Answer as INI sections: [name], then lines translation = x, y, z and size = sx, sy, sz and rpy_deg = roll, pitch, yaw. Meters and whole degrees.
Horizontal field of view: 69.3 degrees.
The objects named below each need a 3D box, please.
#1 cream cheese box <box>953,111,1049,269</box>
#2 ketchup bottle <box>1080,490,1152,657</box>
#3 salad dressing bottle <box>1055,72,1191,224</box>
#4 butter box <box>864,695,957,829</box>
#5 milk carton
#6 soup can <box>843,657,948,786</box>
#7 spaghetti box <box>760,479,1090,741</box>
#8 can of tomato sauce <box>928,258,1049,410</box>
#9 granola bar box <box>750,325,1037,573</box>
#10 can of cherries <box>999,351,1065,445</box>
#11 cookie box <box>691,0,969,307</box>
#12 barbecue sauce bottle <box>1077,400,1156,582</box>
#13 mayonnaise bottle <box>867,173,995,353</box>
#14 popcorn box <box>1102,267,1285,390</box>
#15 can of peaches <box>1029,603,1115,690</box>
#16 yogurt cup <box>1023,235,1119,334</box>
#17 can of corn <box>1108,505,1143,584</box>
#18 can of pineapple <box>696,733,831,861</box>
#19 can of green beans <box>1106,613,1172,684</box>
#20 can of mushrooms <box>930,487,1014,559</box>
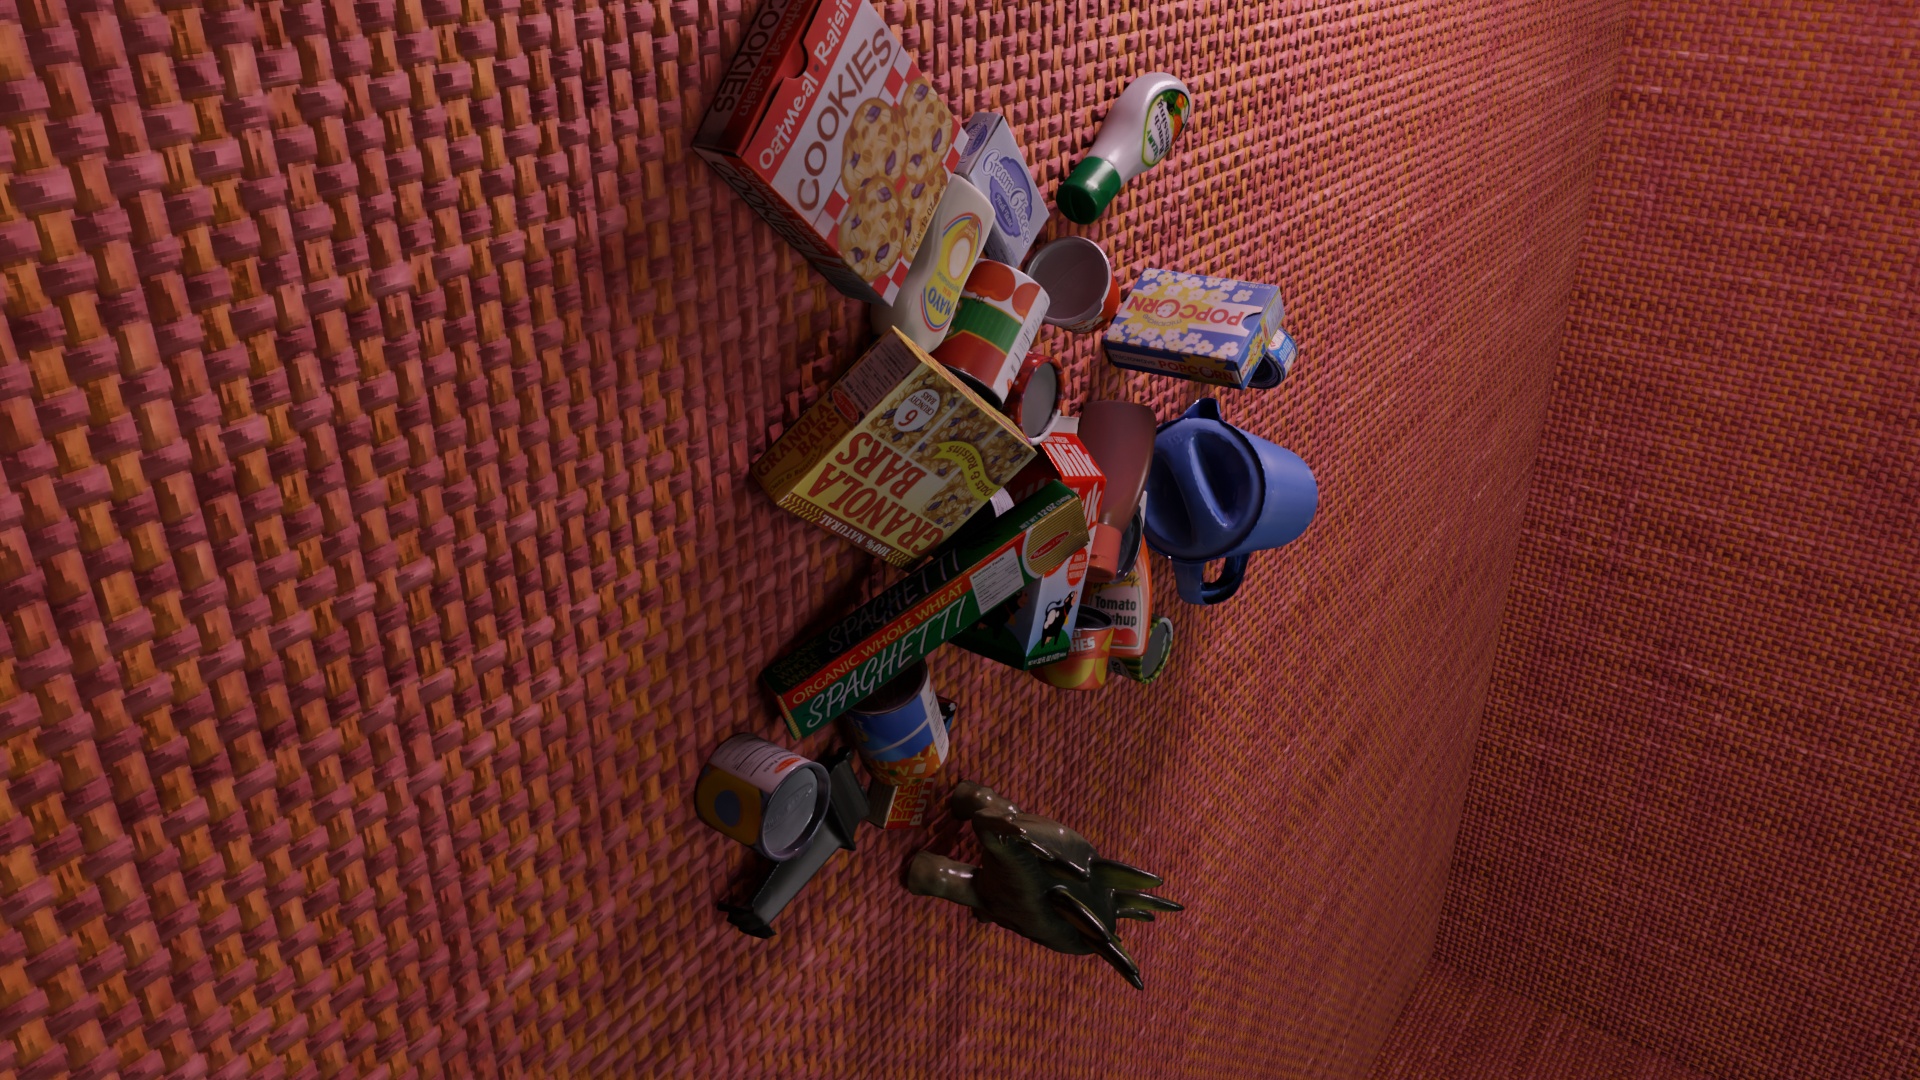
[cream cheese box]
translation = 0.025, -0.238, 0.952
size = 0.053, 0.024, 0.103
rpy_deg = -62, 148, -17
[ketchup bottle]
translation = 0.142, 0.028, 1.243
size = 0.043, 0.065, 0.148
rpy_deg = -29, 124, -81
[salad dressing bottle]
translation = 0.124, -0.298, 1.059
size = 0.148, 0.044, 0.064
rpy_deg = -53, 145, -28
[butter box]
translation = -0.039, 0.168, 1.060
size = 0.053, 0.024, 0.103
rpy_deg = 16, 91, -59
[milk carton]
translation = 0.055, -0.003, 1.073
size = 0.072, 0.073, 0.190
rpy_deg = -3, 108, -58
[soup can]
translation = -0.050, 0.124, 0.982
size = 0.072, 0.071, 0.083
rpy_deg = -49, 143, -33
[spaghetti box]
translation = -0.020, 0.044, 0.938
size = 0.251, 0.029, 0.050
rpy_deg = -33, 136, -17
[can of tomato sauce]
translation = 0.013, -0.141, 0.946
size = 0.083, 0.071, 0.071
rpy_deg = -65, 148, -12
[granola bar box]
translation = -0.038, -0.052, 0.885
size = 0.124, 0.039, 0.165
rpy_deg = -44, 150, 9
[can of cherries]
translation = 0.035, -0.108, 1.001
size = 0.072, 0.058, 0.071
rpy_deg = -34, 133, -46
[cookie box]
translation = -0.067, -0.228, 0.795
size = 0.167, 0.040, 0.123
rpy_deg = 38, 73, -57
[barbecue sauce bottle]
translation = 0.119, -0.041, 1.132
size = 0.043, 0.065, 0.149
rpy_deg = 59, 39, -62
[mayonnaise bottle]
translation = -0.026, -0.159, 0.894
size = 0.064, 0.041, 0.148
rpy_deg = 27, 83, -59
[popcorn box]
translation = 0.193, -0.177, 1.150
size = 0.085, 0.127, 0.038
rpy_deg = -58, 142, -22
[can of peaches]
translation = 0.095, 0.091, 1.190
size = 0.071, 0.071, 0.058
rpy_deg = -15, 119, -54
[yogurt cup]
translation = 0.086, -0.187, 1.038
size = 0.054, 0.072, 0.072
rpy_deg = 19, 89, -67
[can of corn]
translation = 0.115, -0.004, 1.182
size = 0.071, 0.058, 0.070
rpy_deg = -33, 132, -46
[can of pineapple]
translation = -0.126, 0.165, 0.886
size = 0.071, 0.058, 0.070
rpy_deg = -33, 132, -46
[can of green beans]
translation = 0.159, 0.095, 1.304
size = 0.071, 0.058, 0.071
rpy_deg = -33, 132, -46
[can of mushrooms]
translation = 0.004, -0.012, 0.997
size = 0.033, 0.071, 0.071
rpy_deg = -6, 110, -58
